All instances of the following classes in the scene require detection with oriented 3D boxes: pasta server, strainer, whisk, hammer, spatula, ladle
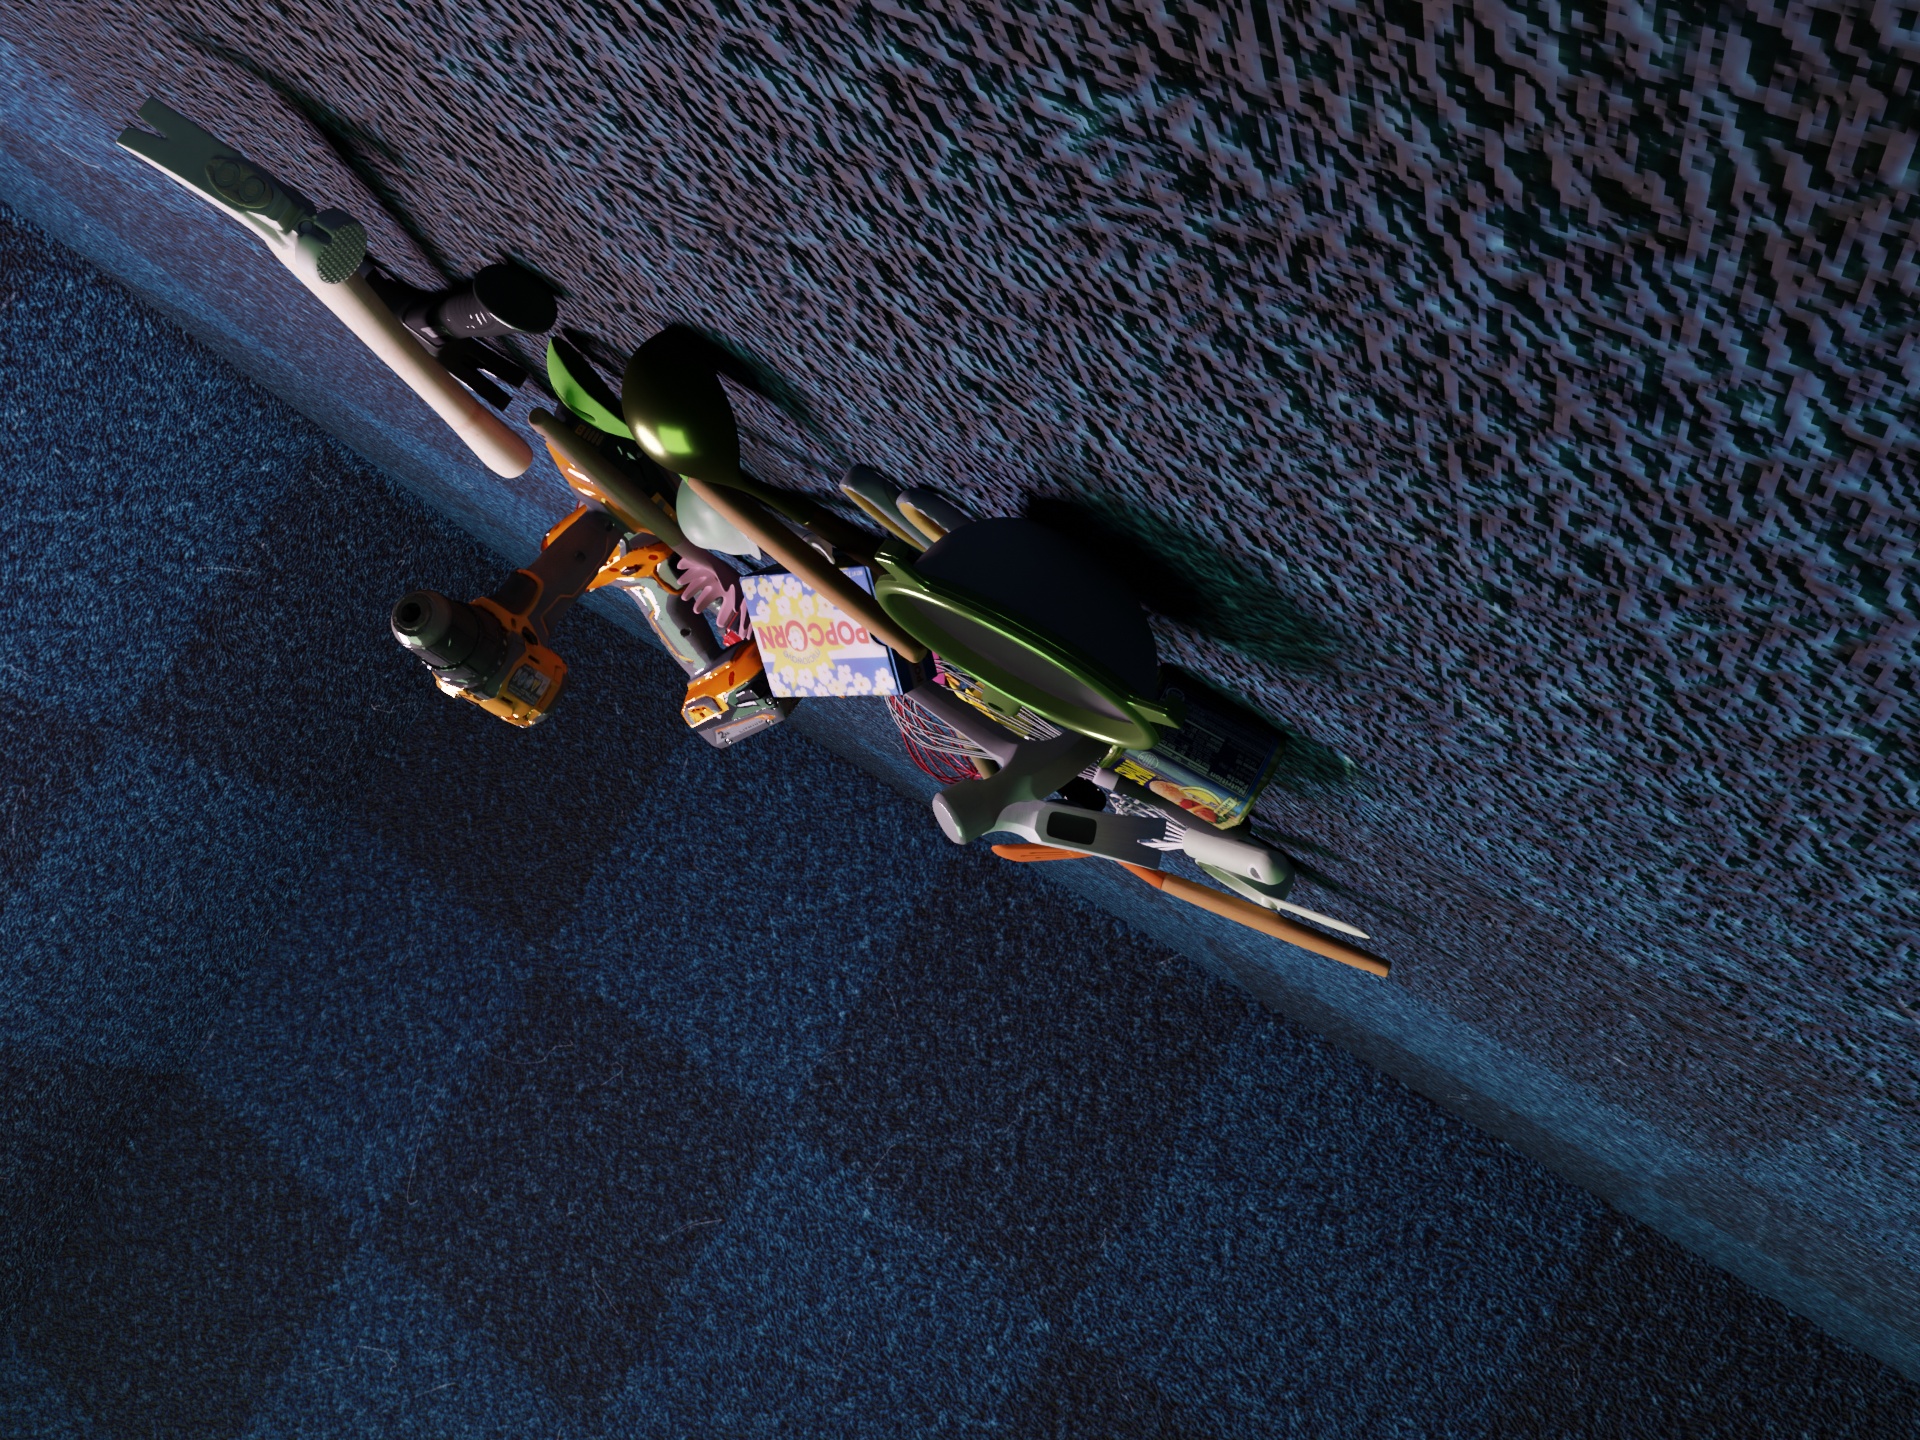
[{"bbox_3d":[-0.211,-0.129,1.086,0.060,0.040,0.316,27,172,22],"label":"pasta server"},{"bbox_3d":[0.039,-0.045,0.796,0.151,0.069,0.256,29,174,2],"label":"strainer"},{"bbox_3d":[0.077,0.024,1.147,0.284,0.070,0.070,22,173,3],"label":"whisk"},{"bbox_3d":[0.074,0.072,1.127,0.128,0.033,0.331,11,178,4],"label":"hammer"},{"bbox_3d":[-0.137,-0.126,1.027,0.259,0.050,0.086,27,150,59],"label":"strainer"},{"bbox_3d":[0.178,0.091,1.222,0.057,0.059,0.246,56,165,-18],"label":"whisk"},{"bbox_3d":[0.182,0.145,1.267,0.323,0.041,0.081,21,173,15],"label":"spatula"},{"bbox_3d":[-0.052,-0.027,1.415,0.073,0.073,0.295,25,164,44],"label":"whisk"},{"bbox_3d":[-0.063,-0.117,0.901,0.319,0.062,0.078,29,-178,-44],"label":"ladle"},{"bbox_3d":[-0.041,-0.037,1.090,0.406,0.144,0.035,34,148,53],"label":"hammer"},{"bbox_3d":[-0.311,-0.253,1.010,0.146,0.035,0.335,36,172,-30],"label":"hammer"},{"bbox_3d":[-0.371,-0.247,1.021,0.146,0.038,0.410,33,173,8],"label":"hammer"}]

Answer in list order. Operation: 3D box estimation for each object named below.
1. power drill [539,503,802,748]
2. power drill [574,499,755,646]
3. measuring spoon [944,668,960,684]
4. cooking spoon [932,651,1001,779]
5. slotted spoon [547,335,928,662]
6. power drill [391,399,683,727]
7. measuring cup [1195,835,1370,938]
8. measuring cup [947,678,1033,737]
[{"bbox_3d":[-0.217,-0.095,1.283,0.164,0.084,0.226,-23,115,44],"label":"power drill"},{"bbox_3d":[-0.238,-0.135,1.395,0.219,0.078,0.143,36,172,-15],"label":"power drill"},{"bbox_3d":[-0.026,-0.052,1.312,0.021,0.011,0.116,16,170,28],"label":"measuring spoon"},{"bbox_3d":[-0.002,-0.004,1.275,0.069,0.017,0.318,30,162,36],"label":"cooking spoon"},{"bbox_3d":[-0.137,-0.129,0.928,0.314,0.031,0.070,39,-177,19],"label":"slotted spoon"},{"bbox_3d":[-0.290,-0.113,1.098,0.084,0.226,0.185,30,173,16],"label":"power drill"},{"bbox_3d":[0.253,0.125,1.218,0.083,0.038,0.168,37,170,-38],"label":"measuring cup"},{"bbox_3d":[0.019,-0.020,1.267,0.062,0.029,0.157,53,176,-19],"label":"measuring cup"}]
